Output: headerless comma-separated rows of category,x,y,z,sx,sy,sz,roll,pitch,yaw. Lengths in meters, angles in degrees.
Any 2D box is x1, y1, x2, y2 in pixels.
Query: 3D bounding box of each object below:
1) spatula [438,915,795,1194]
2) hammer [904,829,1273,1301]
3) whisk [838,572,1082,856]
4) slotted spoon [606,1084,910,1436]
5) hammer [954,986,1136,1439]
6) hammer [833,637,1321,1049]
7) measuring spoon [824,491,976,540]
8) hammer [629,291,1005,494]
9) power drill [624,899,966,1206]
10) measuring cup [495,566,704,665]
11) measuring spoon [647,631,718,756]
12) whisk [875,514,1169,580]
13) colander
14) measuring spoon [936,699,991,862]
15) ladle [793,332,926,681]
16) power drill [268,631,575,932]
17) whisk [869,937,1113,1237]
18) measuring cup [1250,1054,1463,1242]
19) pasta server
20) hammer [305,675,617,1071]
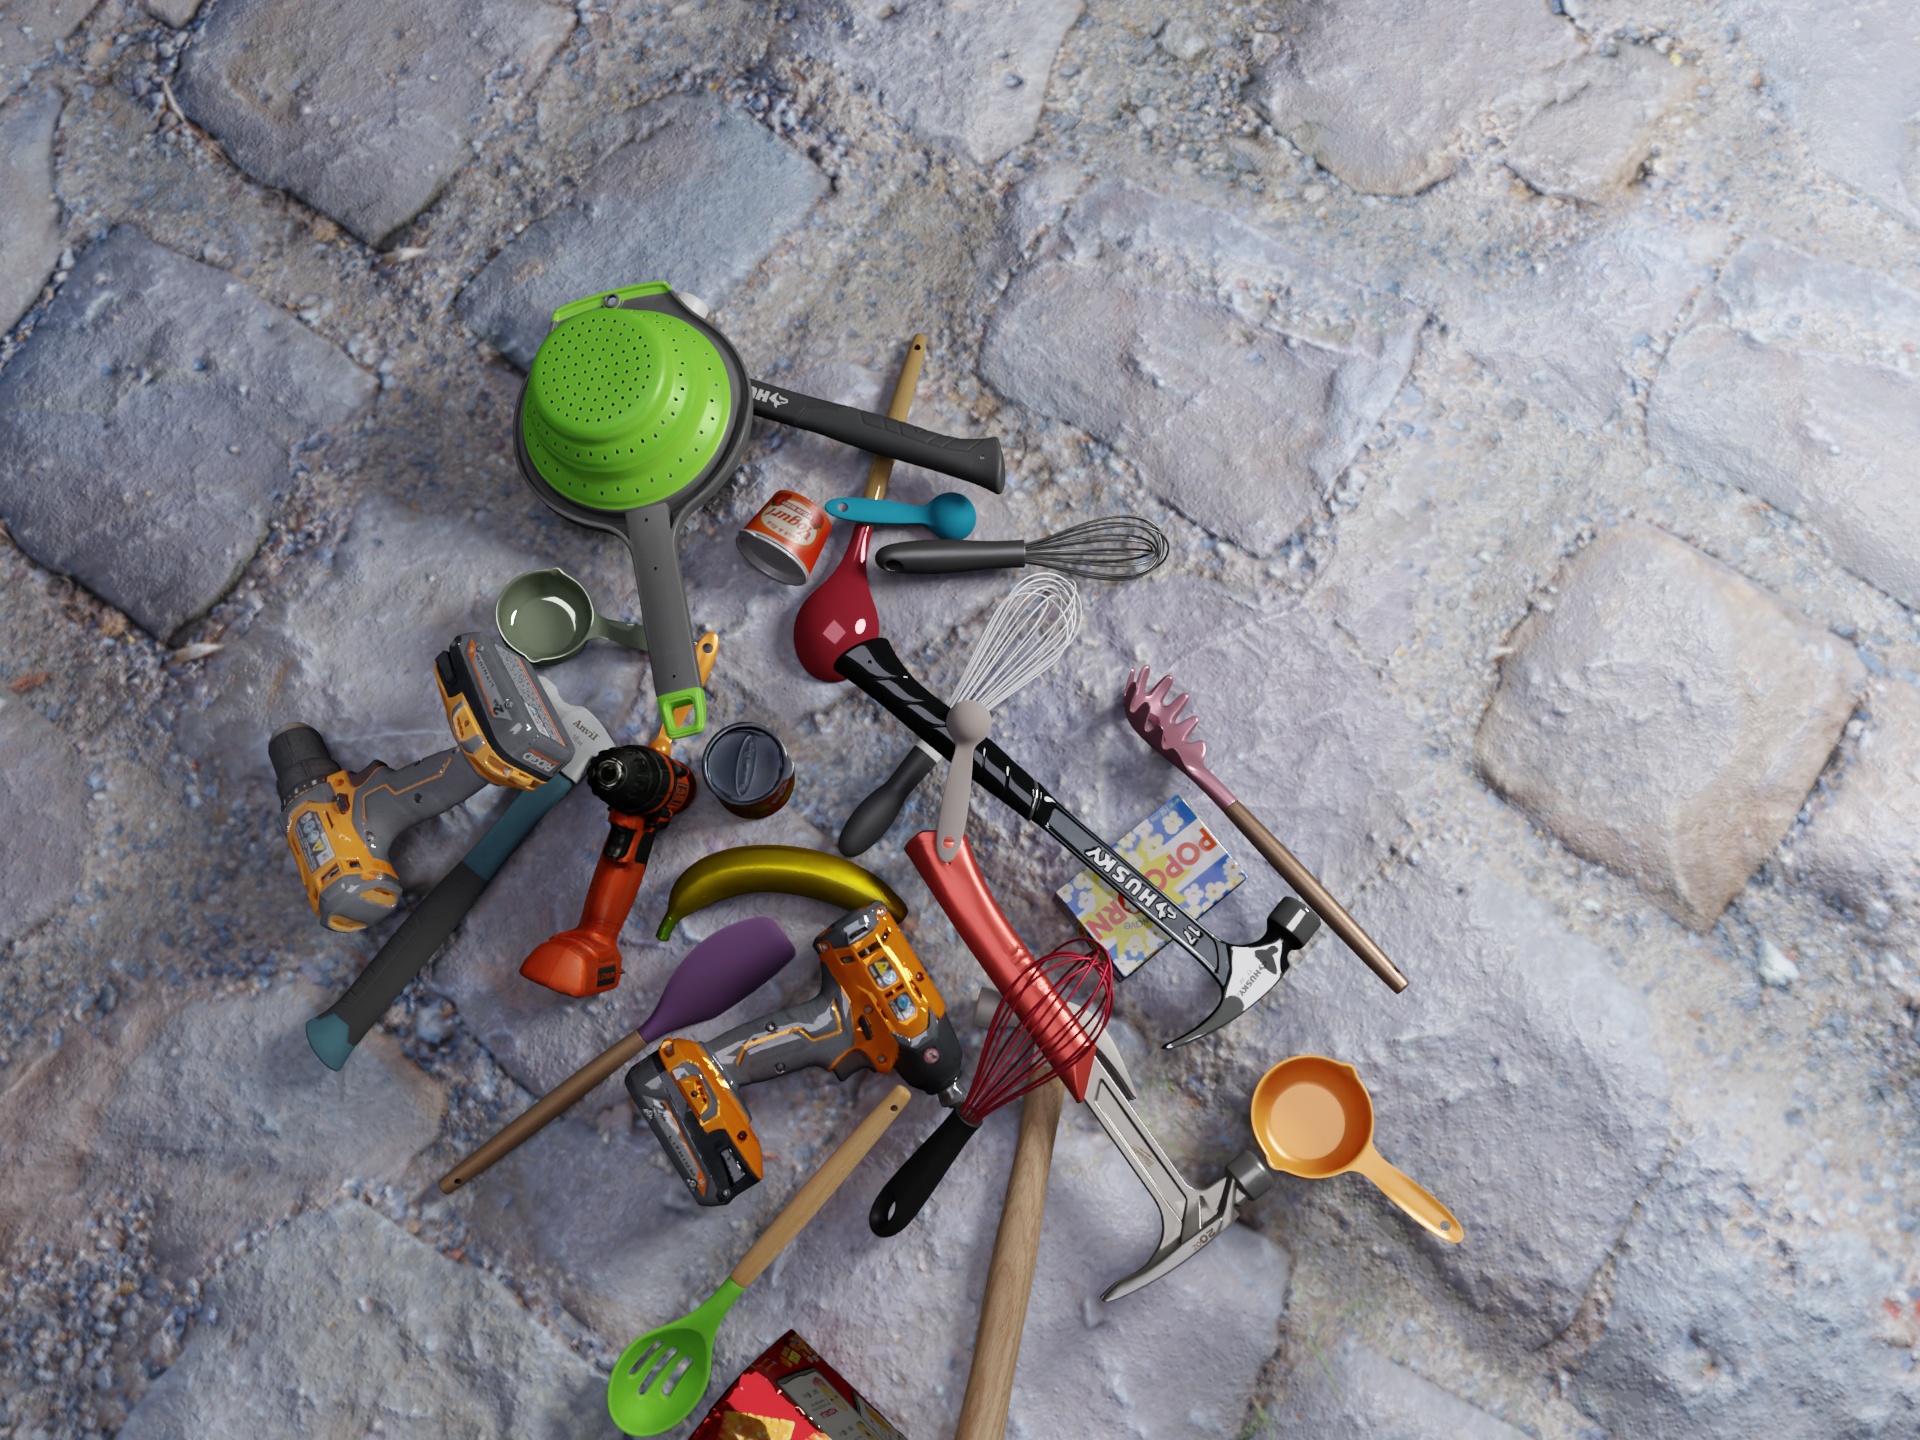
spatula,-0.264,0.255,1.208,0.316,0.018,0.059,-38,111,-6
hammer,0.064,0.235,1.168,0.149,0.036,0.359,-34,76,-9
whisk,-0.002,-0.004,1.258,0.070,0.070,0.284,38,84,10
slotted spoon,-0.141,0.383,1.140,0.070,0.031,0.314,40,91,-16
hammer,0.047,0.371,1.169,0.130,0.031,0.331,11,76,4
hammer,0.066,0.077,1.198,0.409,0.036,0.149,40,81,8
measuring spoon,-0.046,-0.172,1.299,0.128,0.021,0.042,2,76,-17
hammer,-0.118,-0.246,1.316,0.335,0.035,0.146,19,76,13
power drill,-0.112,0.259,1.174,0.226,0.084,0.164,-32,90,-11
measuring cup,-0.293,-0.070,1.296,0.167,0.038,0.083,14,72,-13
measuring spoon,-0.222,-0.020,1.283,0.021,0.011,0.117,26,77,-15
whisk,0.050,-0.137,1.289,0.239,0.055,0.055,-2,75,-1
colander,-0.258,-0.183,1.249,0.204,0.094,0.397,-14,75,4
measuring spoon,-0.001,0.044,1.180,0.034,0.018,0.124,9,80,3
ladle,-0.072,-0.183,1.321,0.069,0.031,0.315,15,74,-1
power drill,-0.429,0.028,1.226,0.226,0.084,0.186,-37,62,5
whisk,0.017,0.266,1.125,0.073,0.073,0.295,40,112,10
measuring cup,0.288,0.318,1.159,0.174,0.052,0.095,39,80,16
pasta server,0.229,0.080,1.211,0.316,0.060,0.040,49,123,22
hammer,-0.389,0.127,1.241,0.128,0.033,0.331,36,79,11
